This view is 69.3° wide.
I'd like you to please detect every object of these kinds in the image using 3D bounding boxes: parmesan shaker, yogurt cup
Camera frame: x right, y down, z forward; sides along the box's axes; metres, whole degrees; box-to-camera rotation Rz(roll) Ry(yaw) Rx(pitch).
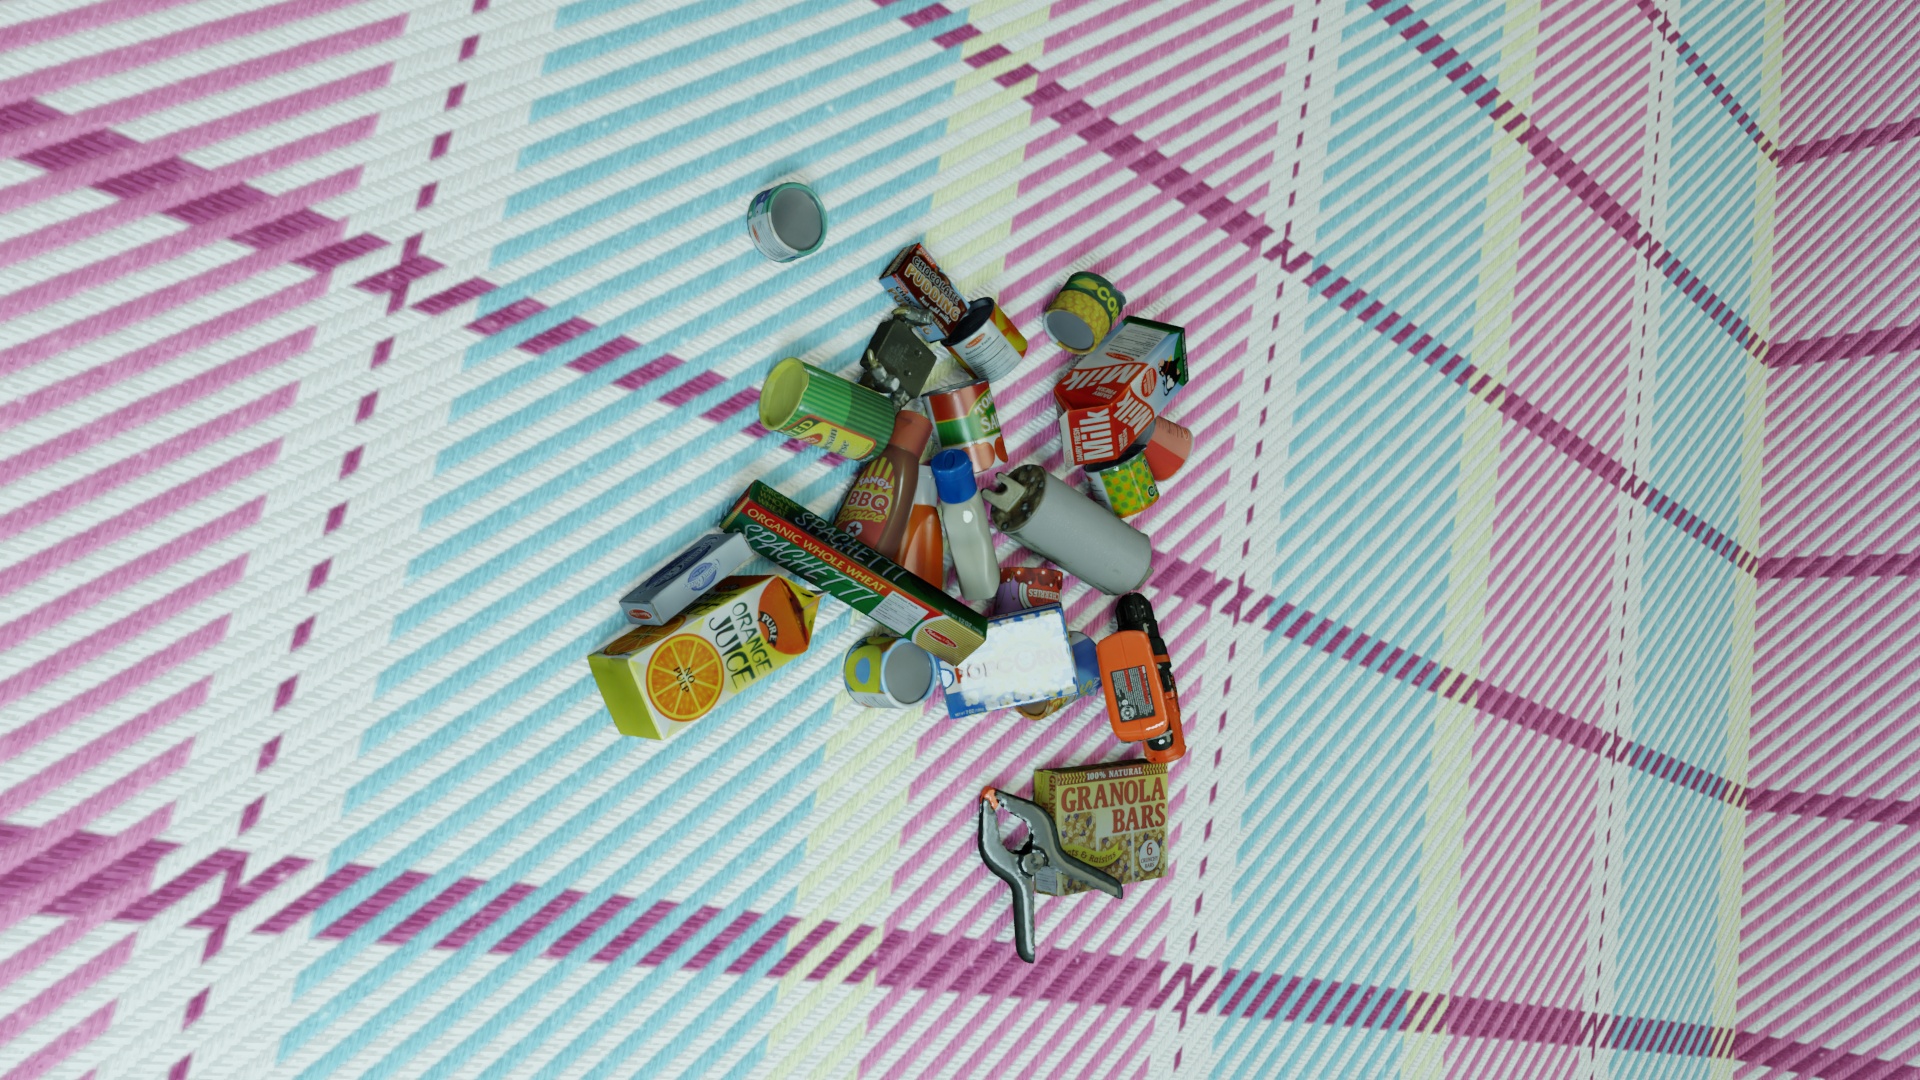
[{"bbox_3d":[-0.115,-0.114,1.220,0.103,0.071,0.071,19,75,-39],"label":"parmesan shaker"},{"bbox_3d":[0.212,-0.104,1.510,0.054,0.072,0.072,29,68,-28],"label":"yogurt cup"}]

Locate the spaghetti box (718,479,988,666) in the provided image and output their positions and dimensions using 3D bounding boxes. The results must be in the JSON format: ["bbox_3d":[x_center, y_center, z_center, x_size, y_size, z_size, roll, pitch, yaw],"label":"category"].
[{"bbox_3d":[-0.089,0.030,1.204,0.250,0.050,0.029,32,39,-18],"label":"spaghetti box"}]

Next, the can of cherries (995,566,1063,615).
[{"bbox_3d":[0.069,0.058,1.368,0.071,0.071,0.058,11,80,-40],"label":"can of cherries"}]

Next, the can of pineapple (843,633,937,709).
[{"bbox_3d":[-0.063,0.118,1.258,0.071,0.058,0.071,4,85,-41],"label":"can of pineapple"}]

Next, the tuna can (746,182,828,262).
[{"bbox_3d":[-0.150,-0.282,1.227,0.071,0.033,0.071,3,86,-41],"label":"tuna can"}]

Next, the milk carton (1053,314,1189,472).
[{"bbox_3d":[0.158,-0.151,1.447,0.191,0.073,0.072,-45,140,-34],"label":"milk carton"}]

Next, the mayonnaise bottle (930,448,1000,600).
[{"bbox_3d":[0.005,-0.016,1.298,0.065,0.041,0.147,-87,165,-52],"label":"mayonnaise bottle"}]

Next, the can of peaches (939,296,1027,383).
[{"bbox_3d":[0.023,-0.195,1.352,0.058,0.071,0.071,46,59,-29],"label":"can of peaches"}]

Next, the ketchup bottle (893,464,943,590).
[{"bbox_3d":[-0.042,0.005,1.293,0.065,0.043,0.149,13,78,-49],"label":"ketchup bottle"}]

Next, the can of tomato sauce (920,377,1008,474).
[{"bbox_3d":[0.006,-0.108,1.327,0.071,0.071,0.083,-23,103,-40],"label":"can of tomato sauce"}]

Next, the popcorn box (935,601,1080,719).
[{"bbox_3d":[0.043,0.113,1.314,0.127,0.038,0.085,-12,98,4],"label":"popcorn box"}]

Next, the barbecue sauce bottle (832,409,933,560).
[{"bbox_3d":[-0.068,-0.046,1.257,0.043,0.065,0.149,50,57,-55],"label":"barbecue sauce bottle"}]

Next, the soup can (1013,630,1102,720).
[{"bbox_3d":[0.095,0.137,1.387,0.084,0.071,0.071,-23,102,-39],"label":"soup can"}]

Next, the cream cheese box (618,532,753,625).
[{"bbox_3d":[-0.223,0.030,1.128,0.104,0.053,0.024,-41,115,-35],"label":"cream cheese box"}]

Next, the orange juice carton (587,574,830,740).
[{"bbox_3d":[-0.197,0.083,1.135,0.193,0.071,0.073,-32,108,-38],"label":"orange juice carton"}]

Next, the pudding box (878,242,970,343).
[{"bbox_3d":[-0.034,-0.236,1.327,0.083,0.030,0.050,50,57,-27],"label":"pudding box"}]

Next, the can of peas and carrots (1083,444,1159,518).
[{"bbox_3d":[0.173,-0.063,1.468,0.071,0.071,0.058,-36,111,-37],"label":"can of peas and carrots"}]

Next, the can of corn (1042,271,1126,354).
[{"bbox_3d":[0.129,-0.235,1.441,0.071,0.071,0.058,50,59,-27],"label":"can of corn"}]

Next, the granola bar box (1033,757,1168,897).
[{"bbox_3d":[0.147,0.294,1.440,0.166,0.039,0.124,3,86,-41],"label":"granola bar box"}]
